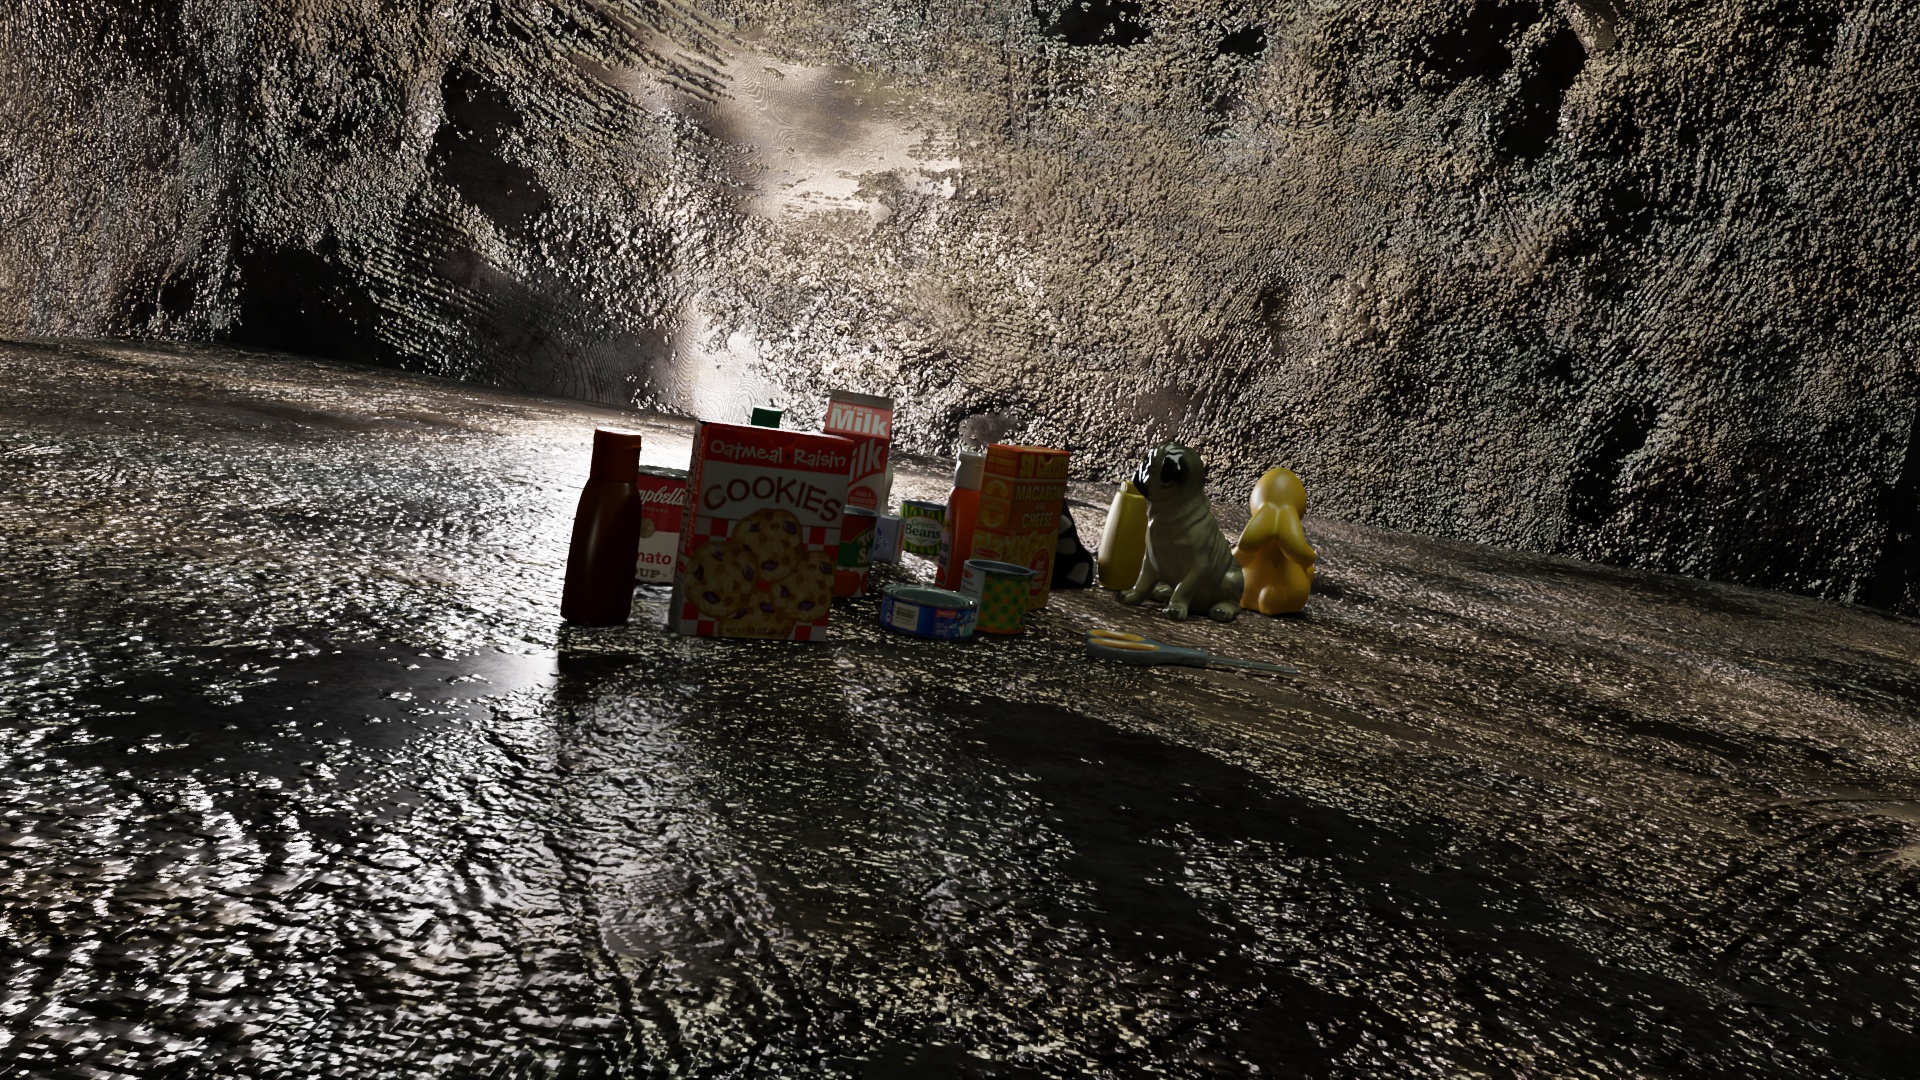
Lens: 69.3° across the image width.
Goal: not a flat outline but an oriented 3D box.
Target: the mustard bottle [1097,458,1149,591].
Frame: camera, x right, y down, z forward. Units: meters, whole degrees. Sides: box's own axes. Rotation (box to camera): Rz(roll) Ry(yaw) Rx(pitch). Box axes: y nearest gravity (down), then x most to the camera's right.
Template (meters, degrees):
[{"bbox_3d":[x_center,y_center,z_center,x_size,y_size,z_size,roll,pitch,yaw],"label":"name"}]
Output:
[{"bbox_3d":[0.206,-0.019,1.664,0.065,0.160,0.049,6,7,-24],"label":"mustard bottle"}]

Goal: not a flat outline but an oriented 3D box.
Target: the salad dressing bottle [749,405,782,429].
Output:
[{"bbox_3d":[-0.246,-0.089,1.691,0.044,0.147,0.064,14,8,36],"label":"salad dressing bottle"}]

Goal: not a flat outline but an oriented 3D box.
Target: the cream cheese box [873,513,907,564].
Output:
[{"bbox_3d":[-0.116,-0.009,1.608,0.104,0.053,0.024,12,7,20],"label":"cream cheese box"}]

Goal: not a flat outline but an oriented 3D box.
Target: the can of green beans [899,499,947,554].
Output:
[{"bbox_3d":[-0.046,-0.016,1.732,0.071,0.057,0.071,9,7,-1],"label":"can of green beans"}]

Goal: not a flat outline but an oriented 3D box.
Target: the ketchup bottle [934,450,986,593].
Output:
[{"bbox_3d":[0.005,-0.018,1.457,0.043,0.148,0.065,8,7,-12],"label":"ketchup bottle"}]

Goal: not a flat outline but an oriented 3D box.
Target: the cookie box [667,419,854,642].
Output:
[{"bbox_3d":[-0.157,-0.006,1.102,0.123,0.167,0.040,5,8,-28],"label":"cookie box"}]

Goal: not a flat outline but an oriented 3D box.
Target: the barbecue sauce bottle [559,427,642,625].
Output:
[{"bbox_3d":[-0.273,-0.011,1.073,0.044,0.148,0.065,11,7,18],"label":"barbecue sauce bottle"}]

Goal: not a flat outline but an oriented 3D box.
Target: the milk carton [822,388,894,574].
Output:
[{"bbox_3d":[-0.118,-0.064,1.496,0.072,0.190,0.073,9,7,-3],"label":"milk carton"}]

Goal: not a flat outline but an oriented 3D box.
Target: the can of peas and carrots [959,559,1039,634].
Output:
[{"bbox_3d":[0.034,0.053,1.303,0.071,0.058,0.071,9,7,-1],"label":"can of peas and carrots"}]

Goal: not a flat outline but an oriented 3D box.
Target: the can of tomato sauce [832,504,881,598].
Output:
[{"bbox_3d":[-0.117,0.009,1.354,0.071,0.083,0.071,9,7,-1],"label":"can of tomato sauce"}]

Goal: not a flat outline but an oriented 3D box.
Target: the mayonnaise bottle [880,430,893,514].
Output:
[{"bbox_3d":[-0.110,-0.065,1.672,0.065,0.148,0.041,12,7,22],"label":"mayonnaise bottle"}]

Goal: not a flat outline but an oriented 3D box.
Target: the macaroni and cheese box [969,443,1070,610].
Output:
[{"bbox_3d":[0.059,-0.012,1.405,0.040,0.166,0.124,13,8,28],"label":"macaroni and cheese box"}]
